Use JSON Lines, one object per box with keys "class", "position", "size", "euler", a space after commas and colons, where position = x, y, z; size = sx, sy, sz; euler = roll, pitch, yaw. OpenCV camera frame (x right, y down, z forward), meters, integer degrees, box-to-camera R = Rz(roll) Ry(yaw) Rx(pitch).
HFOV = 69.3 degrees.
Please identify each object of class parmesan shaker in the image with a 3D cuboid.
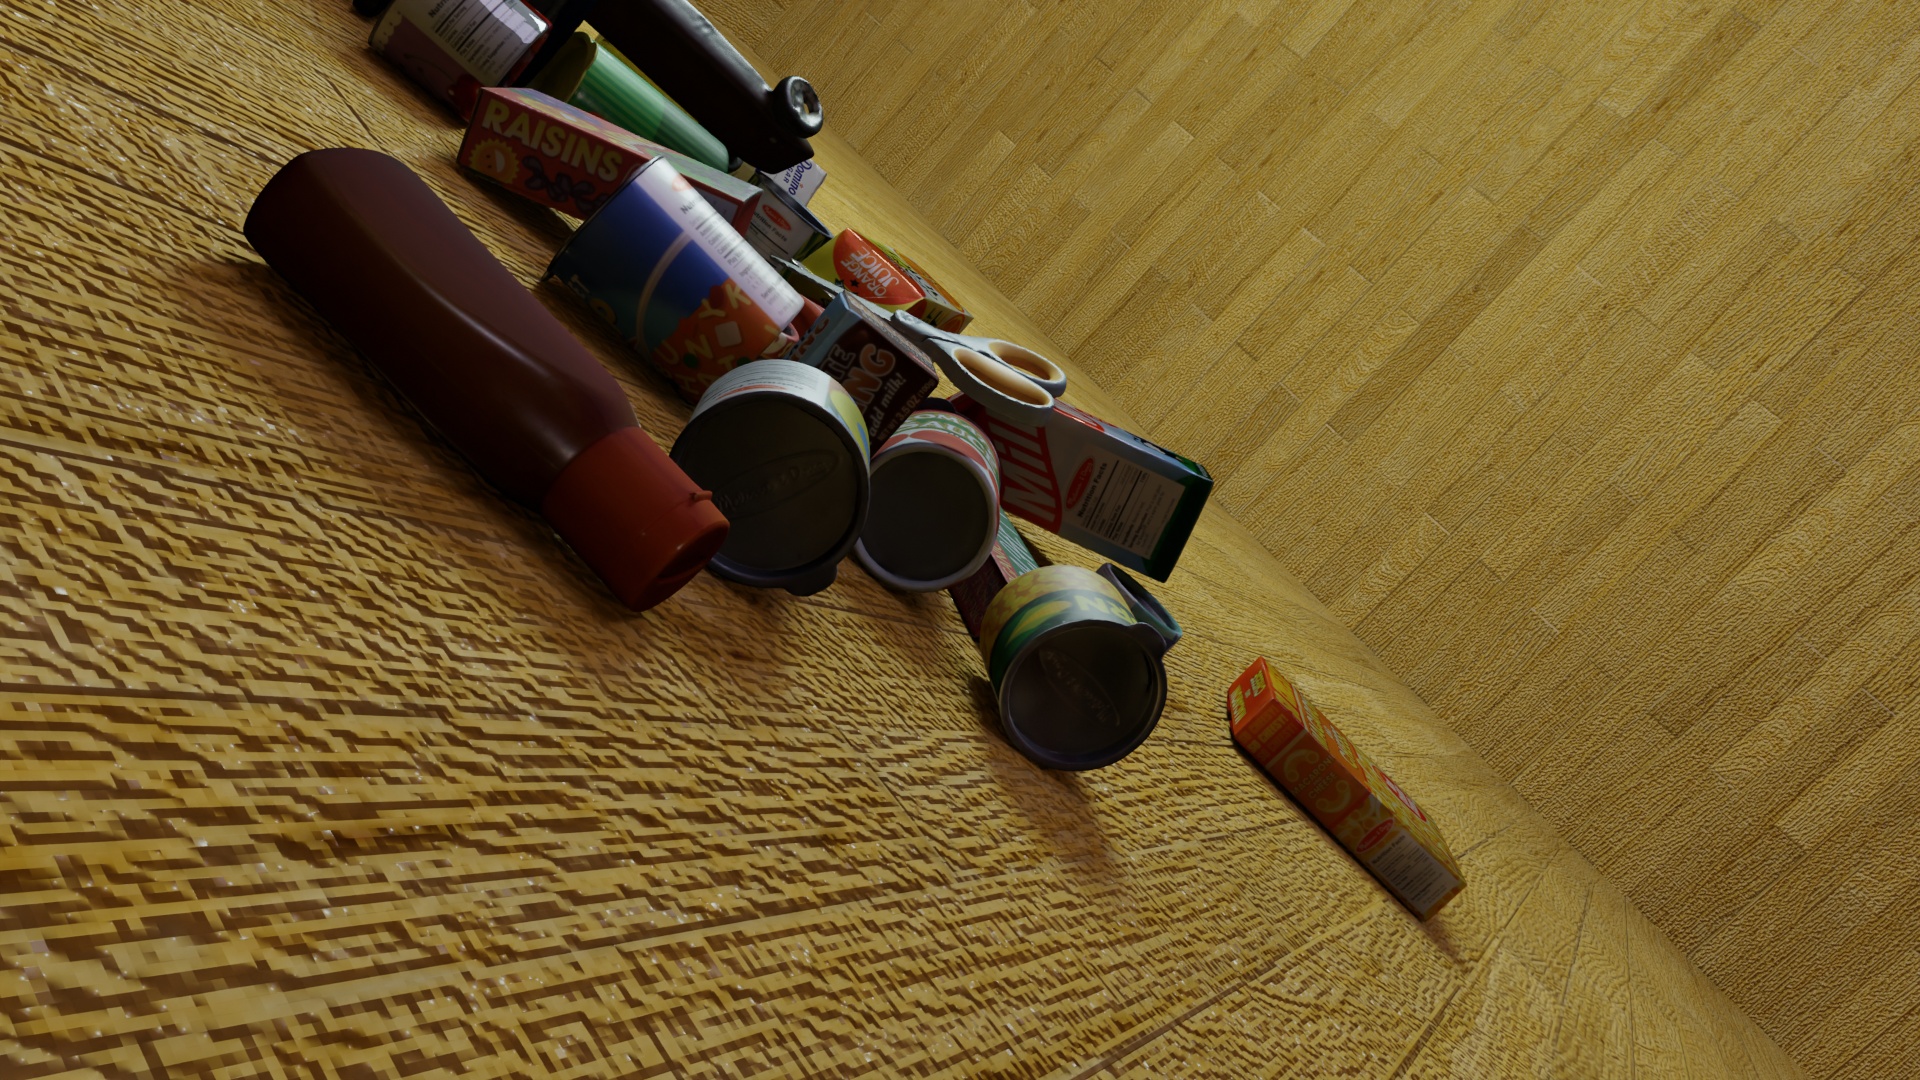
{"class": "parmesan shaker", "position": [-0.187, -0.226, 0.777], "size": [0.103, 0.071, 0.071], "euler": [33, 15, -43]}

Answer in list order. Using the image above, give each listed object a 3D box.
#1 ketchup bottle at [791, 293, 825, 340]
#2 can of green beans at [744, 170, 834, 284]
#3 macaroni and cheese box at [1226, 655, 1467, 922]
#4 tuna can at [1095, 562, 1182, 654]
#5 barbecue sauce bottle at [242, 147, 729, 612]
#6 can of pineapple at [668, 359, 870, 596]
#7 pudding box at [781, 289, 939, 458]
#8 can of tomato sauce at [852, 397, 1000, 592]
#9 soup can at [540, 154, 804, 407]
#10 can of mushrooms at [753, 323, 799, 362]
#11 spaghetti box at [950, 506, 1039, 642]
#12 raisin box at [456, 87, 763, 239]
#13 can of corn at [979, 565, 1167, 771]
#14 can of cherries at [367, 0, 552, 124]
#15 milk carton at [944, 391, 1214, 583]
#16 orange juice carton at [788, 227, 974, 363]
{"class": "ketchup bottle", "position": [-0.070, -0.104, 0.793], "size": [0.065, 0.043, 0.149], "euler": [37, 8, 20]}
{"class": "can of green beans", "position": [-0.126, -0.198, 0.908], "size": [0.071, 0.057, 0.071], "euler": [41, 12, -10]}
{"class": "macaroni and cheese box", "position": [0.249, 0.159, 0.916], "size": [0.166, 0.040, 0.124], "euler": [43, 12, 1]}
{"class": "tuna can", "position": [0.103, 0.048, 0.850], "size": [0.071, 0.032, 0.071], "euler": [40, 12, -10]}
{"class": "barbecue sauce bottle", "position": [-0.127, -0.044, 0.388], "size": [0.148, 0.043, 0.065], "euler": [45, 11, 7]}
{"class": "can of pineapple", "position": [-0.063, -0.023, 0.471], "size": [0.071, 0.071, 0.058], "euler": [40, 11, -14]}
{"class": "pudding box", "position": [-0.055, -0.053, 0.558], "size": [0.049, 0.083, 0.030], "euler": [38, 12, -25]}
{"class": "can of tomato sauce", "position": [-0.014, -0.021, 0.614], "size": [0.071, 0.071, 0.083], "euler": [41, 12, -9]}
{"class": "soup can", "position": [-0.119, -0.104, 0.576], "size": [0.083, 0.071, 0.071], "euler": [45, 10, -14]}
{"class": "can of mushrooms", "position": [-0.113, -0.107, 0.688], "size": [0.071, 0.033, 0.071], "euler": [40, 11, -9]}
{"class": "spaghetti box", "position": [0.003, -0.009, 0.730], "size": [0.050, 0.028, 0.251], "euler": [36, 13, -29]}
{"class": "raisin box", "position": [-0.160, -0.169, 0.651], "size": [0.123, 0.040, 0.086], "euler": [22, 16, -9]}
{"class": "can of corn", "position": [0.046, 0.048, 0.561], "size": [0.071, 0.071, 0.058], "euler": [39, 11, -20]}
{"class": "can of cherries", "position": [-0.243, -0.246, 0.678], "size": [0.058, 0.071, 0.072], "euler": [39, 12, -20]}
{"class": "milk carton", "position": [0.057, -0.050, 0.881], "size": [0.191, 0.073, 0.072], "euler": [24, 11, -1]}
{"class": "orange juice carton", "position": [-0.059, -0.158, 0.951], "size": [0.072, 0.073, 0.193], "euler": [44, 12, 7]}
